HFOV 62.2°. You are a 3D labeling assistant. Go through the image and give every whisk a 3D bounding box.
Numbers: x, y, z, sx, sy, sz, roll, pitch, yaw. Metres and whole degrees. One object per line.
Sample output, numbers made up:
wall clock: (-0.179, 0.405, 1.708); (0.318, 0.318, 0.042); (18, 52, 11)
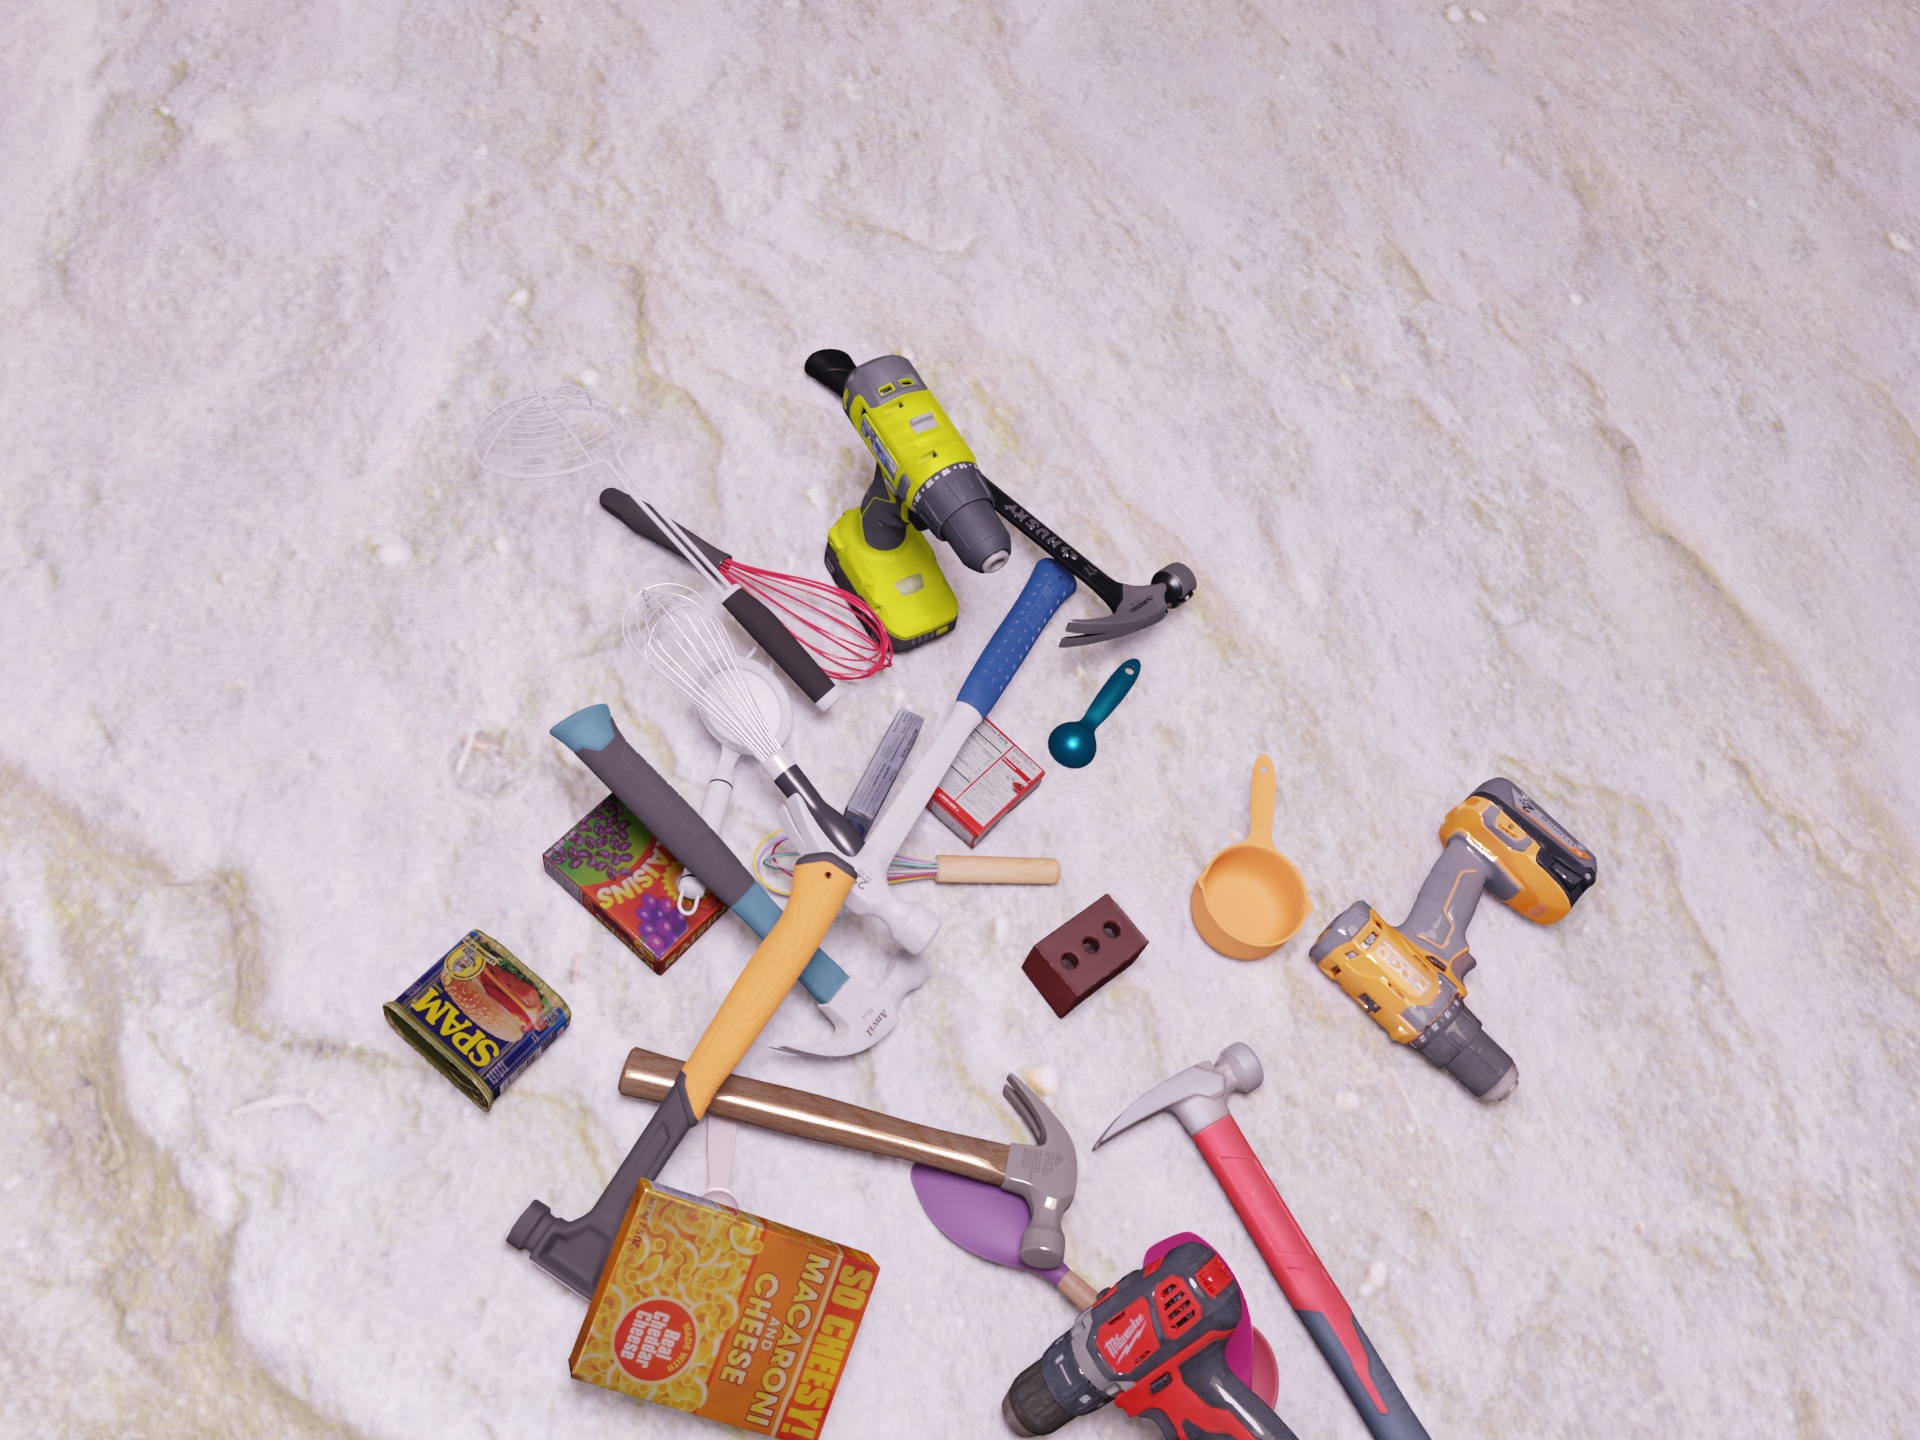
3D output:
whisk: (-0.182, -0.118, 1.330); (0.296, 0.073, 0.073); (31, 60, 11)
whisk: (-0.158, 0.010, 1.207); (0.070, 0.070, 0.285); (-35, 81, -26)
whisk: (-0.040, 0.111, 1.244); (0.245, 0.051, 0.047); (3, 56, -14)

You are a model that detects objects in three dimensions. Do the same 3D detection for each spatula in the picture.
spatula: (0.090, 0.405, 1.101); (0.316, 0.018, 0.060); (36, 63, 21)

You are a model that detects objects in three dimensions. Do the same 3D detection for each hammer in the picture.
hammer: (-0.002, -0.004, 1.264); (0.144, 0.035, 0.406); (39, 48, -7)
hammer: (0.011, -0.206, 1.397); (0.409, 0.036, 0.149); (41, 48, 20)
hammer: (-0.165, 0.241, 1.085); (0.127, 0.034, 0.337); (32, 83, 6)
hammer: (-0.078, 0.286, 1.132); (0.331, 0.031, 0.130); (15, 46, -1)
hammer: (0.247, 0.429, 1.134); (0.143, 0.038, 0.387); (-24, 69, -21)
hammer: (-0.166, 0.114, 1.146); (0.331, 0.033, 0.128); (48, 58, -13)

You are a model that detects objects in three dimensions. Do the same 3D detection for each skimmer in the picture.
skimmer: (-0.239, -0.133, 1.285); (0.363, 0.090, 0.127); (47, 48, -2)

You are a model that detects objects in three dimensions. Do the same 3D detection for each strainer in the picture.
strainer: (-0.185, 0.043, 1.229); (0.086, 0.050, 0.259); (29, 45, -22)

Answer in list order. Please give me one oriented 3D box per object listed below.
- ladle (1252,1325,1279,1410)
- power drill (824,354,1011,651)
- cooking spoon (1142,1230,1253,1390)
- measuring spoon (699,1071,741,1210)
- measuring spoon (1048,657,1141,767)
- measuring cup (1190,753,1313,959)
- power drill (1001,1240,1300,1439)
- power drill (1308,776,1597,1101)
ladle: (0.186, 0.566, 1.055); (0.069, 0.031, 0.316); (2, 64, -3)
power drill: (-0.036, -0.154, 1.277); (0.080, 0.228, 0.191); (-24, 70, -22)
cooking spoon: (0.205, 0.501, 1.062); (0.069, 0.017, 0.319); (-26, 69, 6)
measuring spoon: (-0.171, 0.307, 1.130); (0.034, 0.018, 0.124); (6, 54, -10)
measuring spoon: (0.120, -0.012, 1.353); (0.042, 0.021, 0.129); (35, 62, 8)
measuring cup: (0.235, 0.112, 1.295); (0.095, 0.052, 0.174); (13, 59, -4)
power drill: (0.146, 0.474, 1.022); (0.227, 0.188, 0.080); (53, 21, 17)
power drill: (0.417, 0.177, 1.283); (0.226, 0.084, 0.185); (-40, 77, -22)
